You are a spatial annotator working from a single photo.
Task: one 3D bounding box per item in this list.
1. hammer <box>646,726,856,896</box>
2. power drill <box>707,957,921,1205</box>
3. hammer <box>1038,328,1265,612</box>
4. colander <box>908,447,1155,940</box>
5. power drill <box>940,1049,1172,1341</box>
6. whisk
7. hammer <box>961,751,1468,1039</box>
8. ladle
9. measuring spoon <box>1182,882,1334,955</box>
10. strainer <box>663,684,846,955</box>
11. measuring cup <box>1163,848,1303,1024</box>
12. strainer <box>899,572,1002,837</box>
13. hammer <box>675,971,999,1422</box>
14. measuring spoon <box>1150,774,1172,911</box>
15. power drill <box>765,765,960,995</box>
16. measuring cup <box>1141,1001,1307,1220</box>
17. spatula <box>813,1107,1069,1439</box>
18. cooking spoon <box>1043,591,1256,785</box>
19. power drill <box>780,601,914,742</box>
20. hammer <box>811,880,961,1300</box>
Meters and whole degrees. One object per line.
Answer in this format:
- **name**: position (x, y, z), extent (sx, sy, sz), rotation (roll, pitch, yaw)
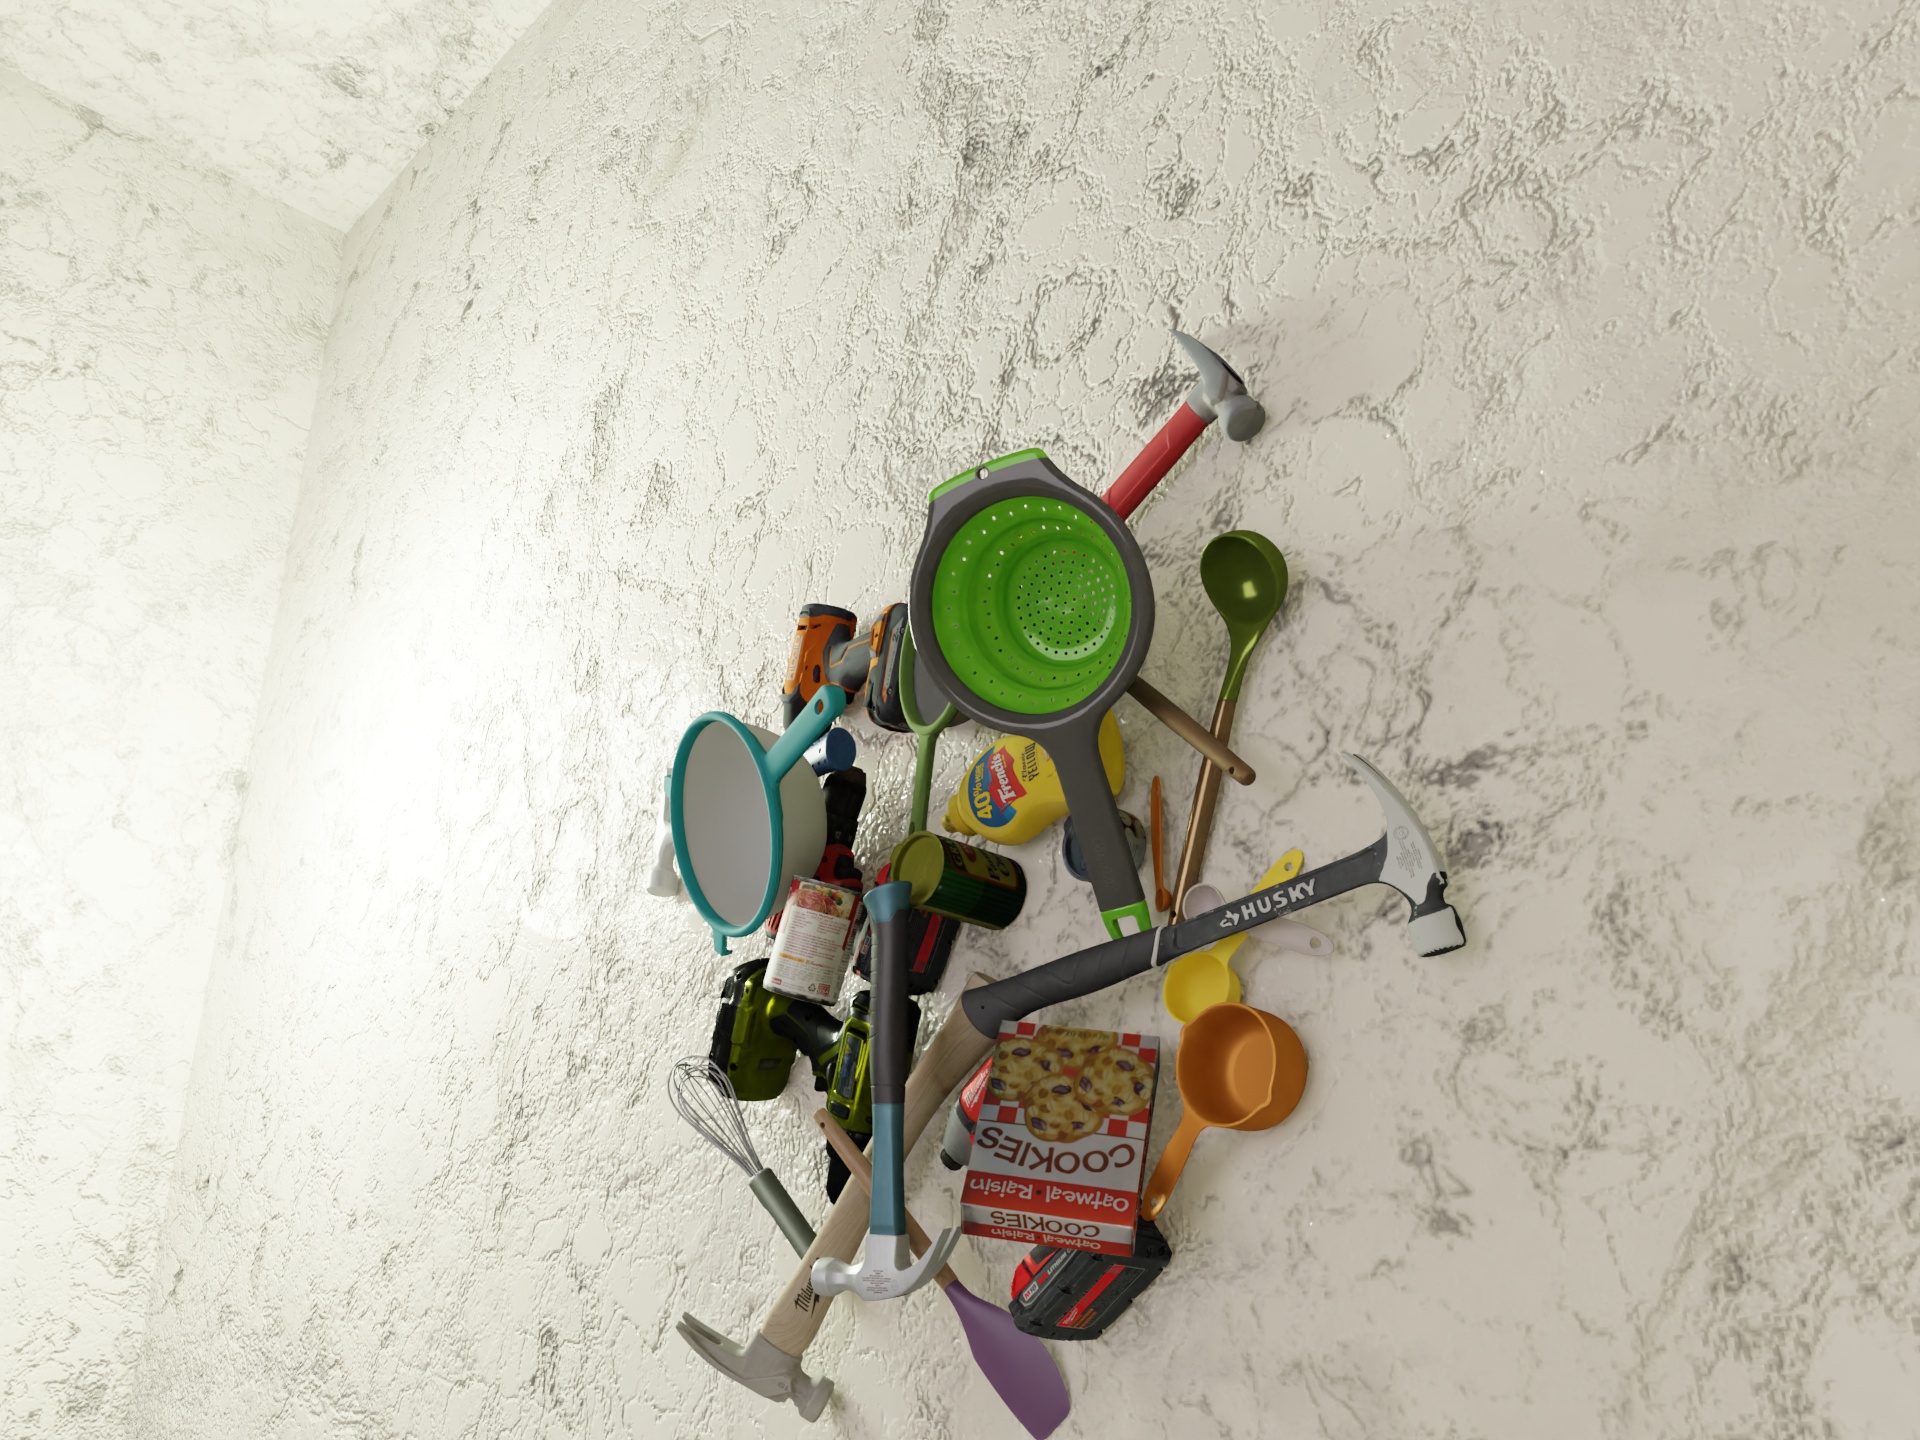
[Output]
- **hammer**: position (-0.226, 0.076, 1.659), extent (0.405, 0.035, 0.144), rotation (-26, 54, 51)
- **power drill**: position (-0.136, 0.325, 1.464), extent (0.229, 0.080, 0.190), rotation (13, 91, 48)
- **hammer**: position (0.108, -0.172, 1.433), extent (0.386, 0.038, 0.143), rotation (-49, 43, 23)
- **colander**: position (0.093, -0.015, 1.272), extent (0.204, 0.094, 0.397), rotation (-18, 88, 25)
- **power drill**: position (0.059, 0.358, 1.233), extent (0.143, 0.078, 0.220), rotation (-52, 40, 19)
- **whisk**: position (-0.188, 0.408, 1.446), extent (0.059, 0.057, 0.246), rotation (-42, 73, 9)
- **hammer**: position (0.161, 0.155, 1.172), extent (0.409, 0.036, 0.149), rotation (-27, 69, 33)
- **ladle**: position (0.195, 0.008, 1.245), extent (0.078, 0.062, 0.320), rotation (8, 83, 49)
- **measuring spoon**: position (0.219, 0.149, 1.163), extent (0.124, 0.018, 0.034), rotation (16, 90, 38)
- **strainer**: position (-0.156, 0.061, 1.449), extent (0.340, 0.095, 0.211), rotation (-46, 58, 45)
- **measuring cup**: position (0.212, 0.164, 1.188), extent (0.156, 0.029, 0.062), rotation (-53, 43, 1)
- **strainer**: position (-0.002, -0.005, 1.410), extent (0.151, 0.069, 0.256), rotation (-174, 91, -66)
- **hammer**: position (-0.086, 0.391, 1.357), extent (0.410, 0.146, 0.038), rotation (-60, -1, 4)
- **measuring spoon**: position (0.162, 0.098, 1.277), extent (0.021, 0.011, 0.117), rotation (120, 154, -61)
- **power drill**: position (-0.090, 0.146, 1.493), extent (0.227, 0.080, 0.188), rotation (16, 86, 53)
- **measuring cup**: position (0.185, 0.285, 1.139), extent (0.095, 0.052, 0.173), rotation (36, 104, 49)
- **spatula**: position (-0.022, 0.429, 1.271), extent (0.316, 0.018, 0.059), rotation (45, 109, 29)
- **cooking spoon**: position (0.143, -0.027, 1.290), extent (0.319, 0.017, 0.068), rotation (46, 123, 52)
- **power drill**: position (-0.100, -0.036, 1.580), extent (0.226, 0.084, 0.164), rotation (1, 77, 52)
- **hammer**: position (-0.060, 0.296, 1.289), extent (0.128, 0.033, 0.331), rotation (-7, 76, 30)
